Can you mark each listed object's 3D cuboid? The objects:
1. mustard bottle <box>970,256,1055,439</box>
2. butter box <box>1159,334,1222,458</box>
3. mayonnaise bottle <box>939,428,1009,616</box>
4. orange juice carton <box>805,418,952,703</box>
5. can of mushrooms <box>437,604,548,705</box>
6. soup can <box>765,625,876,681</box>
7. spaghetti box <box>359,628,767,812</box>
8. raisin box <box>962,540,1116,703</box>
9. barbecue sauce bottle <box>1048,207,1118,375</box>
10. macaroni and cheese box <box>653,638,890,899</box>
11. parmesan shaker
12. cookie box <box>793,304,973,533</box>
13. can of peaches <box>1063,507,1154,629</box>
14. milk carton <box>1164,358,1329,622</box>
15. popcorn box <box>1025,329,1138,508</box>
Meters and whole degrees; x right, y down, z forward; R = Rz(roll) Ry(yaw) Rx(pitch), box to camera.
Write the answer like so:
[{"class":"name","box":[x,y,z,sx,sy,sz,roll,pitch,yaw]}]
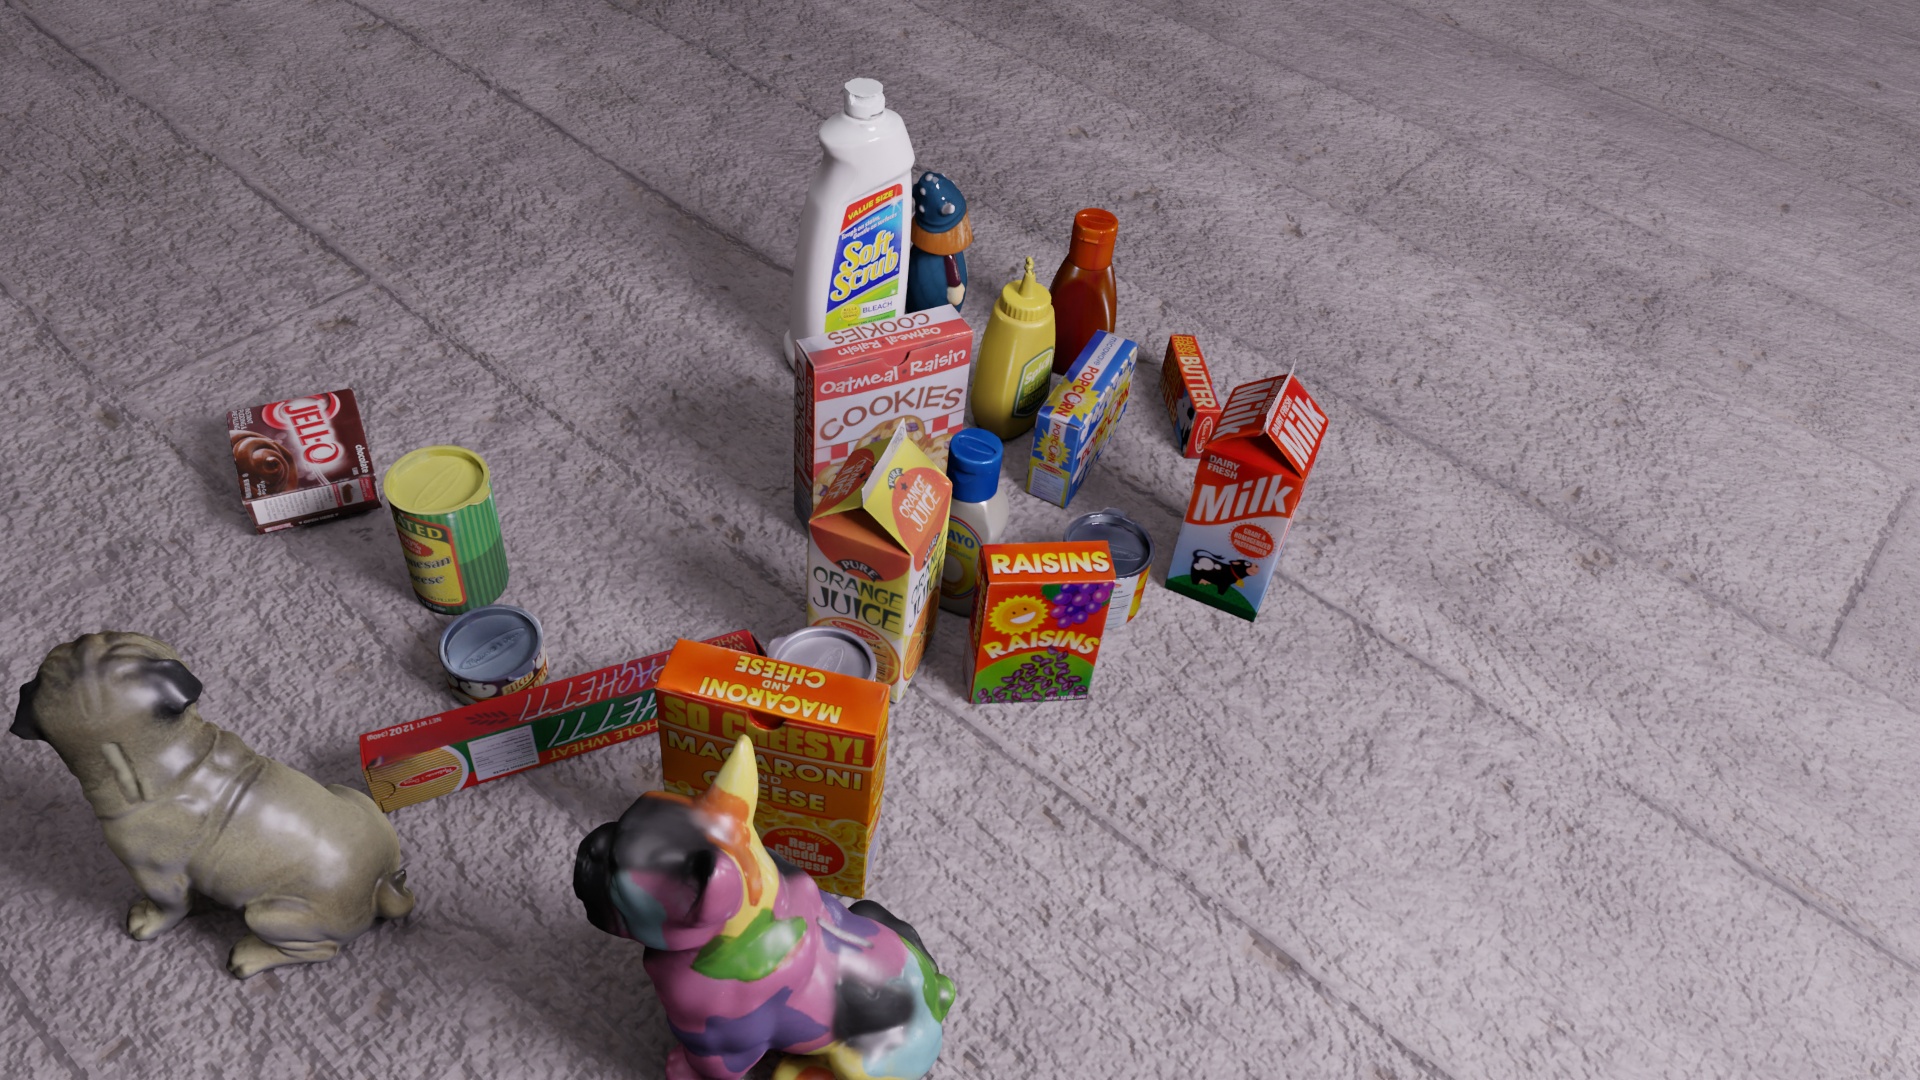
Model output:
[{"class":"mustard bottle","box":[0.046,-0.155,1.106,0.049,0.159,0.065,35,52,24]},{"class":"butter box","box":[0.192,-0.122,1.167,0.024,0.052,0.104,-1,46,-8]},{"class":"mayonnaise bottle","box":[0.003,-0.012,0.969,0.065,0.147,0.041,23,48,15]},{"class":"orange juice carton","box":[-0.054,0.013,0.906,0.073,0.191,0.072,18,46,11]},{"class":"can of mushrooms","box":[-0.308,0.079,0.921,0.071,0.033,0.071,4,46,-4]},{"class":"soup can","box":[-0.091,0.105,0.888,0.071,0.083,0.072,4,46,-4]},{"class":"spaghetti box","box":[-0.246,0.113,0.884,0.251,0.049,0.029,-15,50,-21]},{"class":"raisin box","box":[0.051,0.055,0.926,0.086,0.122,0.040,-1,46,-8]},{"class":"barbecue sauce bottle","box":[0.103,-0.208,1.173,0.065,0.147,0.044,14,46,7]},{"class":"macaroni and cheese box","box":[-0.107,0.136,0.798,0.124,0.165,0.040,12,46,4]},{"class":"parmesan shaker","box":[-0.347,-0.005,0.949,0.071,0.102,0.072,4,46,-4]},{"class":"cookie box","box":[-0.058,-0.085,1.019,0.123,0.166,0.040,-18,50,-22]},{"class":"can of peaches","box":[0.104,0.021,1.013,0.071,0.057,0.071,4,46,-4]},{"class":"milk carton","box":[0.206,-0.038,0.990,0.073,0.189,0.073,21,47,13]},{"class":"popcorn box","box":[0.098,-0.099,1.109,0.038,0.084,0.127,22,47,14]}]
